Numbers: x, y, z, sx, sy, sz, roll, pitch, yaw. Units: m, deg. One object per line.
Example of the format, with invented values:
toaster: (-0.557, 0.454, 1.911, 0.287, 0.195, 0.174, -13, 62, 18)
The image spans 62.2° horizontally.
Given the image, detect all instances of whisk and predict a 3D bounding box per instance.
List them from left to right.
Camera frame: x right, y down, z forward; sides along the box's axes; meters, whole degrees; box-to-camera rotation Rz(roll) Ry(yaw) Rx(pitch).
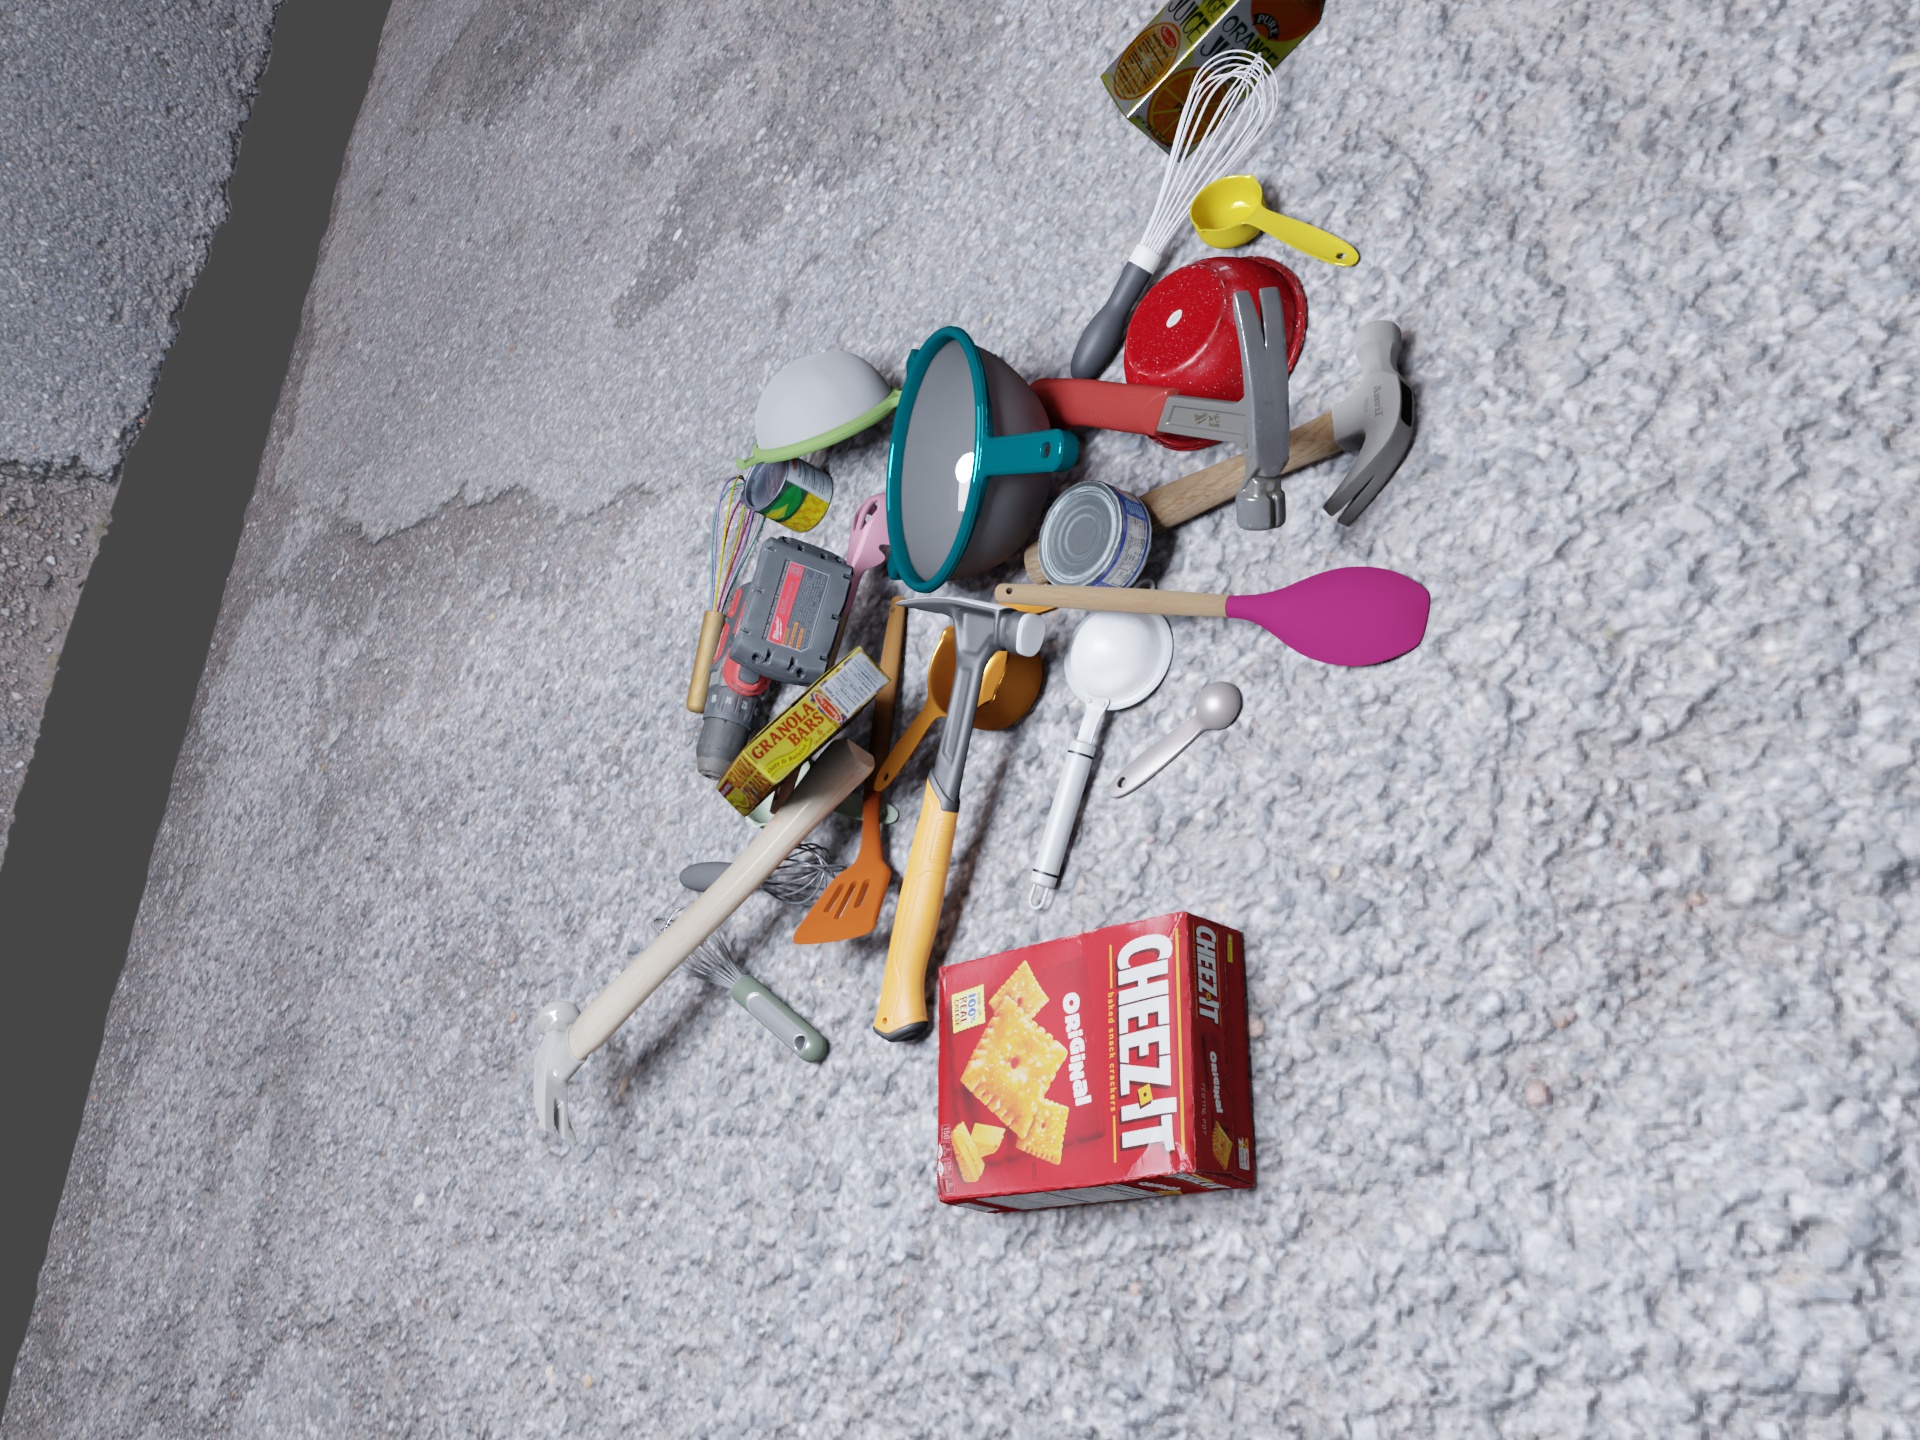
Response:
whisk: (-0.236, -0.126, 1.577, 0.047, 0.051, 0.245, 166, 116, -67)
whisk: (-0.189, 0.222, 1.347, 0.247, 0.059, 0.058, 29, 96, 45)
whisk: (-0.178, 0.134, 1.384, 0.239, 0.055, 0.055, -8, 66, 50)
whisk: (0.163, -0.396, 1.264, 0.284, 0.070, 0.070, -60, 40, 15)

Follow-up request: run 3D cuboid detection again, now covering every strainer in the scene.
strainer: (-0.087, -0.308, 1.437, 0.256, 0.069, 0.151, -13, 24, 27)
strainer: (0.040, -0.197, 1.220, 0.340, 0.095, 0.211, -163, 78, -67)
strainer: (0.091, 0.013, 1.155, 0.087, 0.050, 0.258, 14, 86, 35)

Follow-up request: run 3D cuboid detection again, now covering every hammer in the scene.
hammer: (-0.215, 0.172, 1.307, 0.410, 0.038, 0.146, -45, 32, 15)
hammer: (-0.023, 0.075, 1.196, 0.127, 0.034, 0.337, 14, 95, 41)
hammer: (0.130, -0.233, 1.145, 0.359, 0.036, 0.149, -145, 46, -65)
hammer: (0.176, -0.164, 1.153, 0.331, 0.031, 0.130, -21, 57, 40)

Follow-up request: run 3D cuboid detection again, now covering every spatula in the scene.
spatula: (-0.074, 0.035, 1.306, 0.081, 0.041, 0.323, -12, 58, 33)

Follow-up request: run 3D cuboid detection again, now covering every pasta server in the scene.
pasta server: (-0.107, -0.064, 1.384, 0.060, 0.040, 0.316, -1, 67, 47)

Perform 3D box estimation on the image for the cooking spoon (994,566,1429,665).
cooking spoon: (0.160, -0.079, 1.086, 0.319, 0.017, 0.069, 6, 77, 33)

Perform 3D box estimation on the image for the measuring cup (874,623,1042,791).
measuring cup: (-0.002, -0.004, 1.252, 0.173, 0.052, 0.095, -53, 42, 18)

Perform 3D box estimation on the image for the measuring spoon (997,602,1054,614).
measuring spoon: (0.047, -0.088, 1.274, 0.117, 0.011, 0.021, -14, 62, 39)

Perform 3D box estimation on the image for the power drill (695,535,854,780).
power drill: (-0.176, -0.051, 1.393, 0.226, 0.080, 0.188, 150, 137, -67)

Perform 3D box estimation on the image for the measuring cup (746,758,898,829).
measuring cup: (-0.115, 0.071, 1.356, 0.168, 0.038, 0.083, 12, 70, 32)

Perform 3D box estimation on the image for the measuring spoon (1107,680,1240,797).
measuring spoon: (0.144, 0.015, 1.110, 0.124, 0.018, 0.034, -42, 46, 26)

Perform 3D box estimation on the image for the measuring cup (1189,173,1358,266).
measuring cup: (0.237, -0.362, 1.190, 0.062, 0.029, 0.157, -47, 54, -6)
